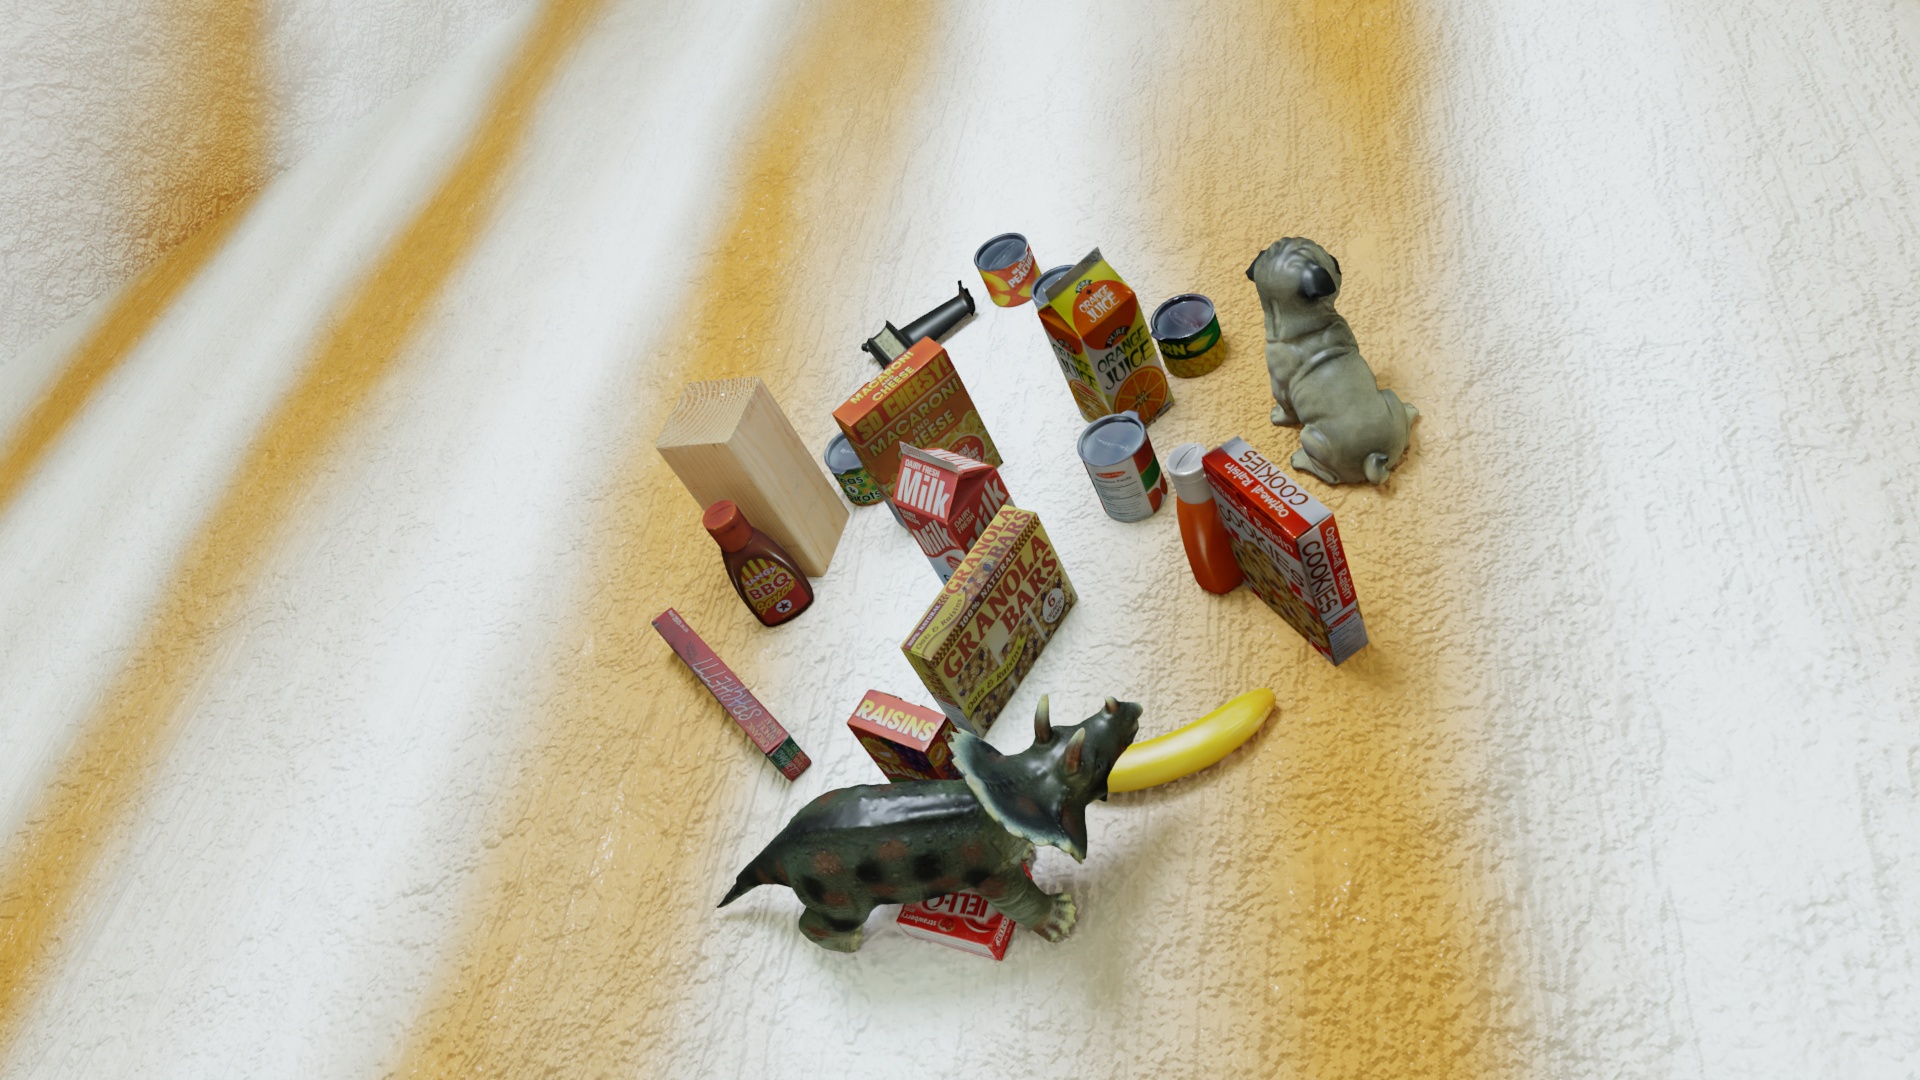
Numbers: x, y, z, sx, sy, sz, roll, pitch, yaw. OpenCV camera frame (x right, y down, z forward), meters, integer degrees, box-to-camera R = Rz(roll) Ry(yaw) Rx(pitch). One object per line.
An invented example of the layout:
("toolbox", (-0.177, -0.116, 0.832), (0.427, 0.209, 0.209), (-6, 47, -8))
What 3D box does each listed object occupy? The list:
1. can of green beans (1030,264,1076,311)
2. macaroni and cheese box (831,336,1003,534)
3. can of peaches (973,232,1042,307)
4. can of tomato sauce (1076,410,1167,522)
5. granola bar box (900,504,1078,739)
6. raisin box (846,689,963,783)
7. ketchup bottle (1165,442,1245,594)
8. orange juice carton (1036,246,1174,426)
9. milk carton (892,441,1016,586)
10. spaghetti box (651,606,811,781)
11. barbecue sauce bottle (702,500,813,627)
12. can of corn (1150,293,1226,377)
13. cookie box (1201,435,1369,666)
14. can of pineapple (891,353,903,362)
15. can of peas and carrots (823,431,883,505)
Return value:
("can of green beans", (0.117, -0.259, 1.521), (0.071, 0.057, 0.071), (-14, 45, 15))
("macaroni and cheese box", (-0.040, -0.101, 1.377), (0.124, 0.165, 0.040), (-41, 45, -12))
("can of peaches", (0.057, -0.311, 1.600), (0.071, 0.057, 0.071), (-14, 45, 15))
("can of tomato sauce", (0.154, -0.069, 1.308), (0.071, 0.082, 0.071), (-15, 45, 15))
("granola bar box", (0.028, 0.070, 1.214), (0.039, 0.123, 0.166), (17, 60, 38))
("raisin box", (-0.029, 0.179, 1.143), (0.086, 0.123, 0.040), (15, 59, 36))
("ketchup bottle", (0.212, -0.021, 1.185), (0.043, 0.148, 0.065), (23, 64, 40))
("orange juice carton", (0.137, -0.192, 1.351), (0.072, 0.192, 0.073), (-40, 44, -11))
("milk carton", (0.004, -0.016, 1.258), (0.072, 0.189, 0.074), (22, 63, 40))
("spaghetti box", (-0.223, 0.143, 1.329), (0.029, 0.050, 0.251), (-41, 45, -12))
("barbecue sauce bottle", (-0.202, 0.021, 1.361), (0.065, 0.148, 0.044), (-30, 43, -1))
("can of corn", (0.231, -0.206, 1.413), (0.071, 0.058, 0.071), (-14, 45, 15))
("cookie box", (0.261, 0.009, 1.118), (0.040, 0.166, 0.123), (-35, 44, -6))
("can of pineapple", (-0.043, -0.166, 1.518), (0.071, 0.057, 0.071), (-14, 45, 15))
("can of peas and carrots", (-0.103, -0.077, 1.466), (0.071, 0.058, 0.071), (-14, 45, 15))
